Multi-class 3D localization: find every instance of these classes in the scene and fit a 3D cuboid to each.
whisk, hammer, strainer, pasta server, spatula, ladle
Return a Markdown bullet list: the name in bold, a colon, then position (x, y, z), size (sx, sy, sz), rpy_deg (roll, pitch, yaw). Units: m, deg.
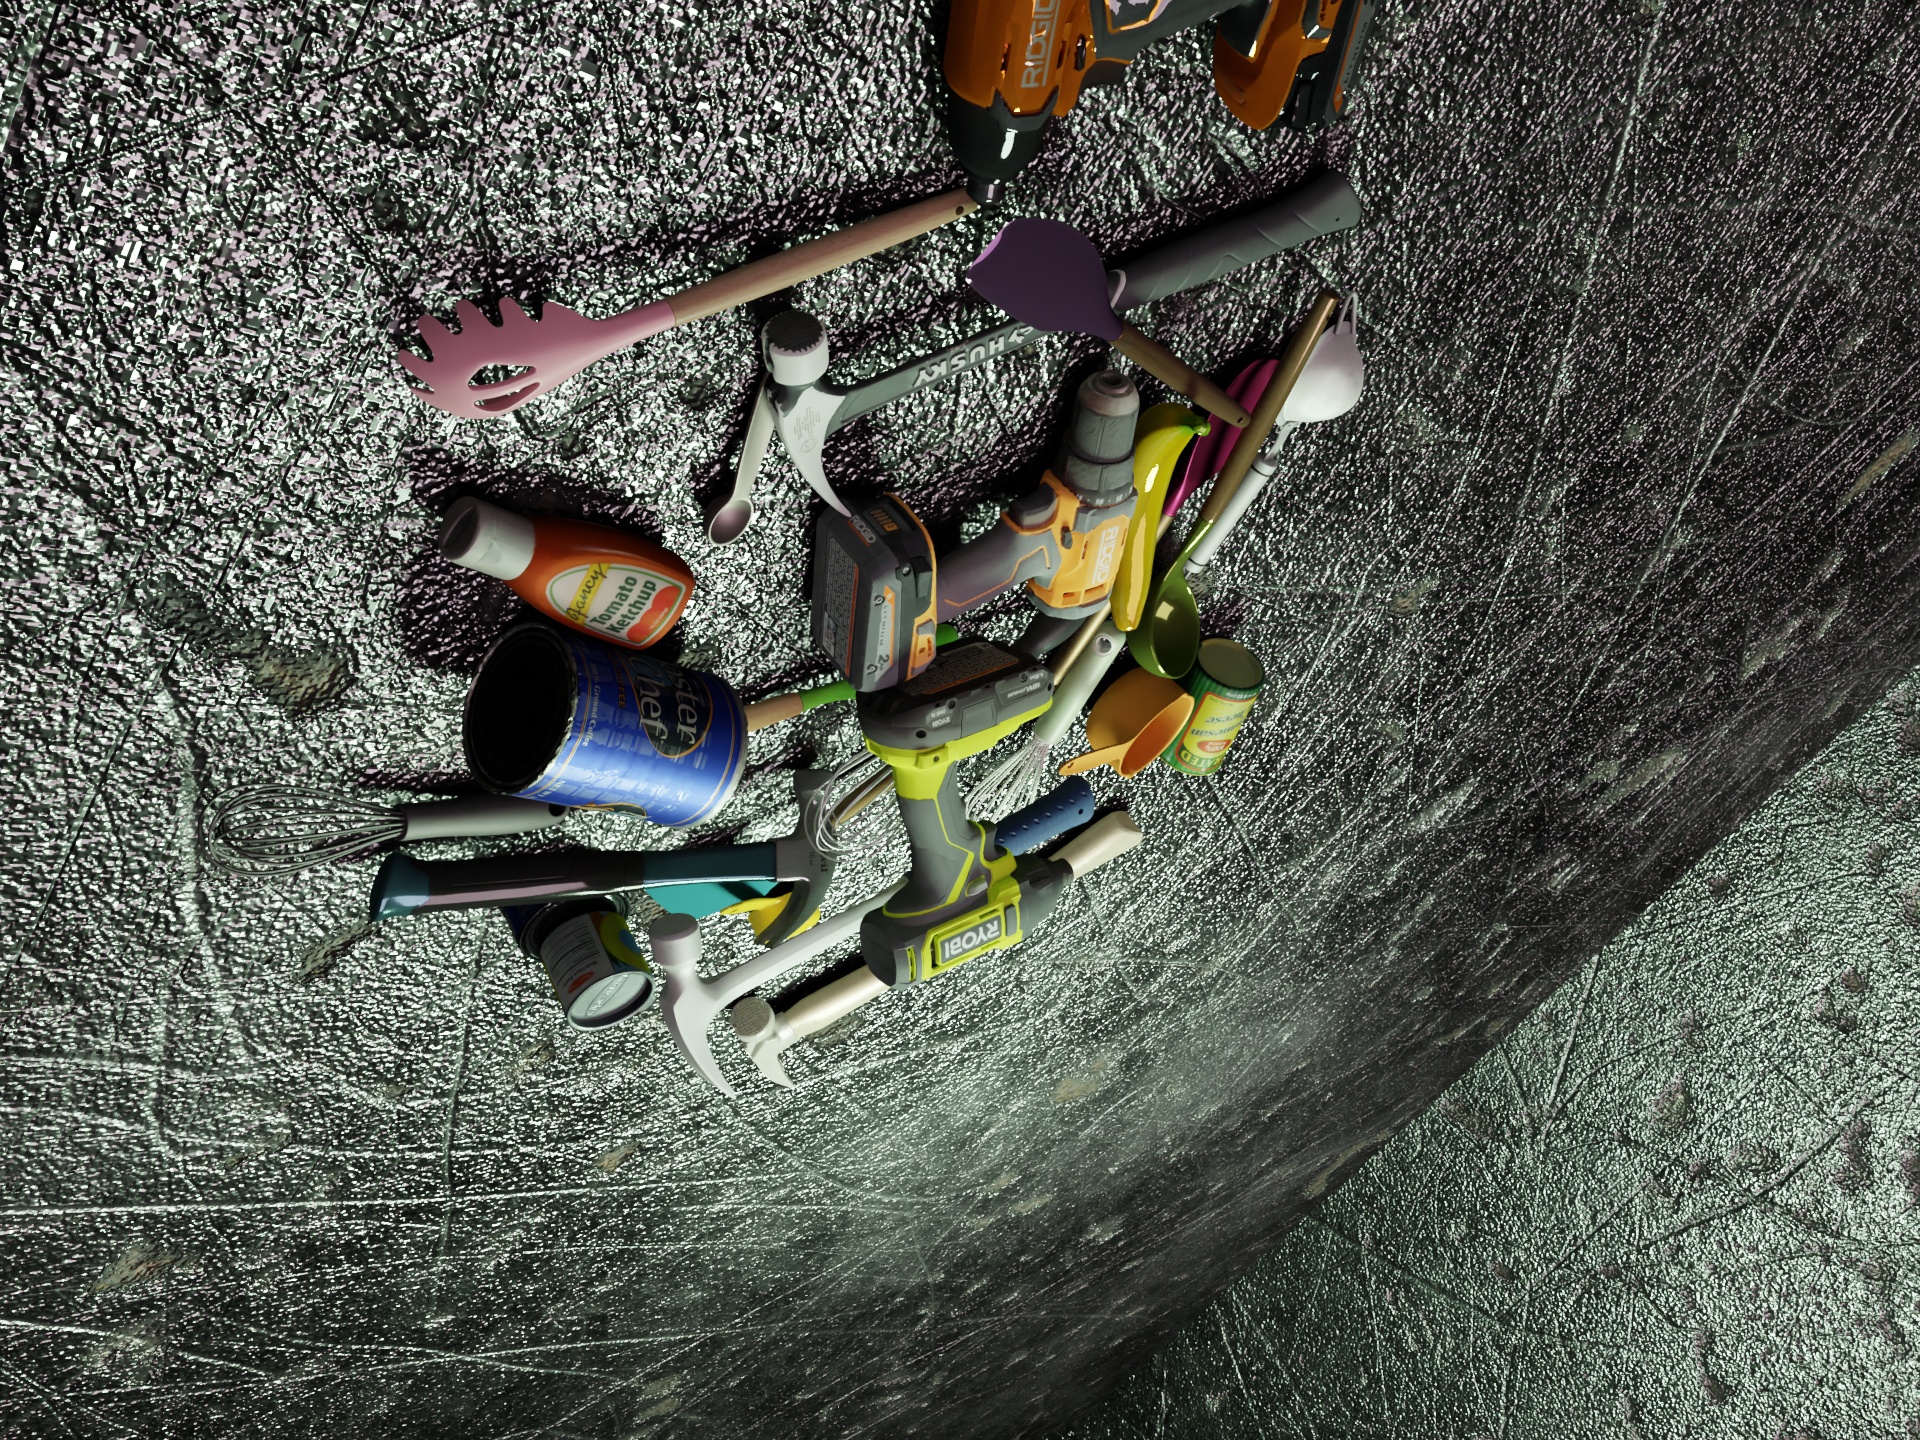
- **whisk**: position (-0.001, -0.003, 1.161), size (0.284, 0.070, 0.070), rpy_deg (-43, 149, -11)
- **hammer**: position (-0.049, 0.137, 1.190), size (0.405, 0.035, 0.144), rpy_deg (-24, 120, -37)
- **strainer**: position (0.229, -0.194, 1.169), size (0.087, 0.050, 0.258), rpy_deg (-19, 150, -48)
- **whisk**: position (0.066, 0.017, 1.294), size (0.246, 0.058, 0.059), rpy_deg (-59, 175, 28)
- **hammer**: position (-0.235, 0.103, 1.098), size (0.331, 0.033, 0.128), rpy_deg (-1, 91, -32)
- **hammer**: position (0.073, -0.246, 0.961), size (0.409, 0.036, 0.149), rpy_deg (-26, 150, -16)
- **pasta server**: position (-0.130, -0.224, 0.822), size (0.316, 0.040, 0.060), rpy_deg (-27, 147, -19)
- **spatula**: position (-0.094, 0.059, 1.222), size (0.317, 0.044, 0.082), rpy_deg (-37, 148, -4)
- **ladle**: position (0.199, -0.160, 1.139), size (0.078, 0.062, 0.320), rpy_deg (-36, 157, -48)
- **hammer**: position (-0.012, 0.204, 1.467), size (0.410, 0.038, 0.146), rpy_deg (-29, 148, -9)
- **spatula**: position (0.107, -0.231, 0.966), size (0.059, 0.018, 0.315), rpy_deg (-46, 150, 19)
- **whisk**: position (-0.345, 0.060, 0.979), size (0.238, 0.055, 0.055), rpy_deg (-2, 136, -47)

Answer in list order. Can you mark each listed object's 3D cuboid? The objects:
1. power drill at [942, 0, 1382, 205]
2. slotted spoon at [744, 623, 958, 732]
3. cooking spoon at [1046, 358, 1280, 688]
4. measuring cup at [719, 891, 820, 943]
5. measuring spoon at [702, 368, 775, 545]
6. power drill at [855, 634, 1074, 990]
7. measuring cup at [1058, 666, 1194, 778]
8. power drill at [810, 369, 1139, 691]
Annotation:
- **power drill**: position (0.097, -0.348, 0.814), size (0.226, 0.084, 0.164), rpy_deg (-14, 142, -22)
- **slotted spoon**: position (-0.135, -0.003, 1.099), size (0.313, 0.031, 0.070), rpy_deg (-18, 147, -21)
- **cooking spoon**: position (0.138, -0.136, 1.178), size (0.068, 0.017, 0.318), rpy_deg (-10, 141, -49)
- **measuring cup**: position (-0.151, 0.155, 1.236), size (0.062, 0.029, 0.156), rpy_deg (-27, 170, 9)
- **measuring spoon**: position (-0.126, -0.157, 0.923), size (0.034, 0.018, 0.124), rpy_deg (-20, 141, -50)
- **power drill**: position (0.007, 0.062, 1.112), size (0.171, 0.080, 0.223), rpy_deg (-20, 120, -30)
- **measuring cup**: position (0.118, 0.006, 1.282), size (0.173, 0.052, 0.095), rpy_deg (-17, 144, -48)
- **power drill**: position (0.020, -0.126, 1.035), size (0.226, 0.084, 0.185), rpy_deg (-21, 143, -27)
